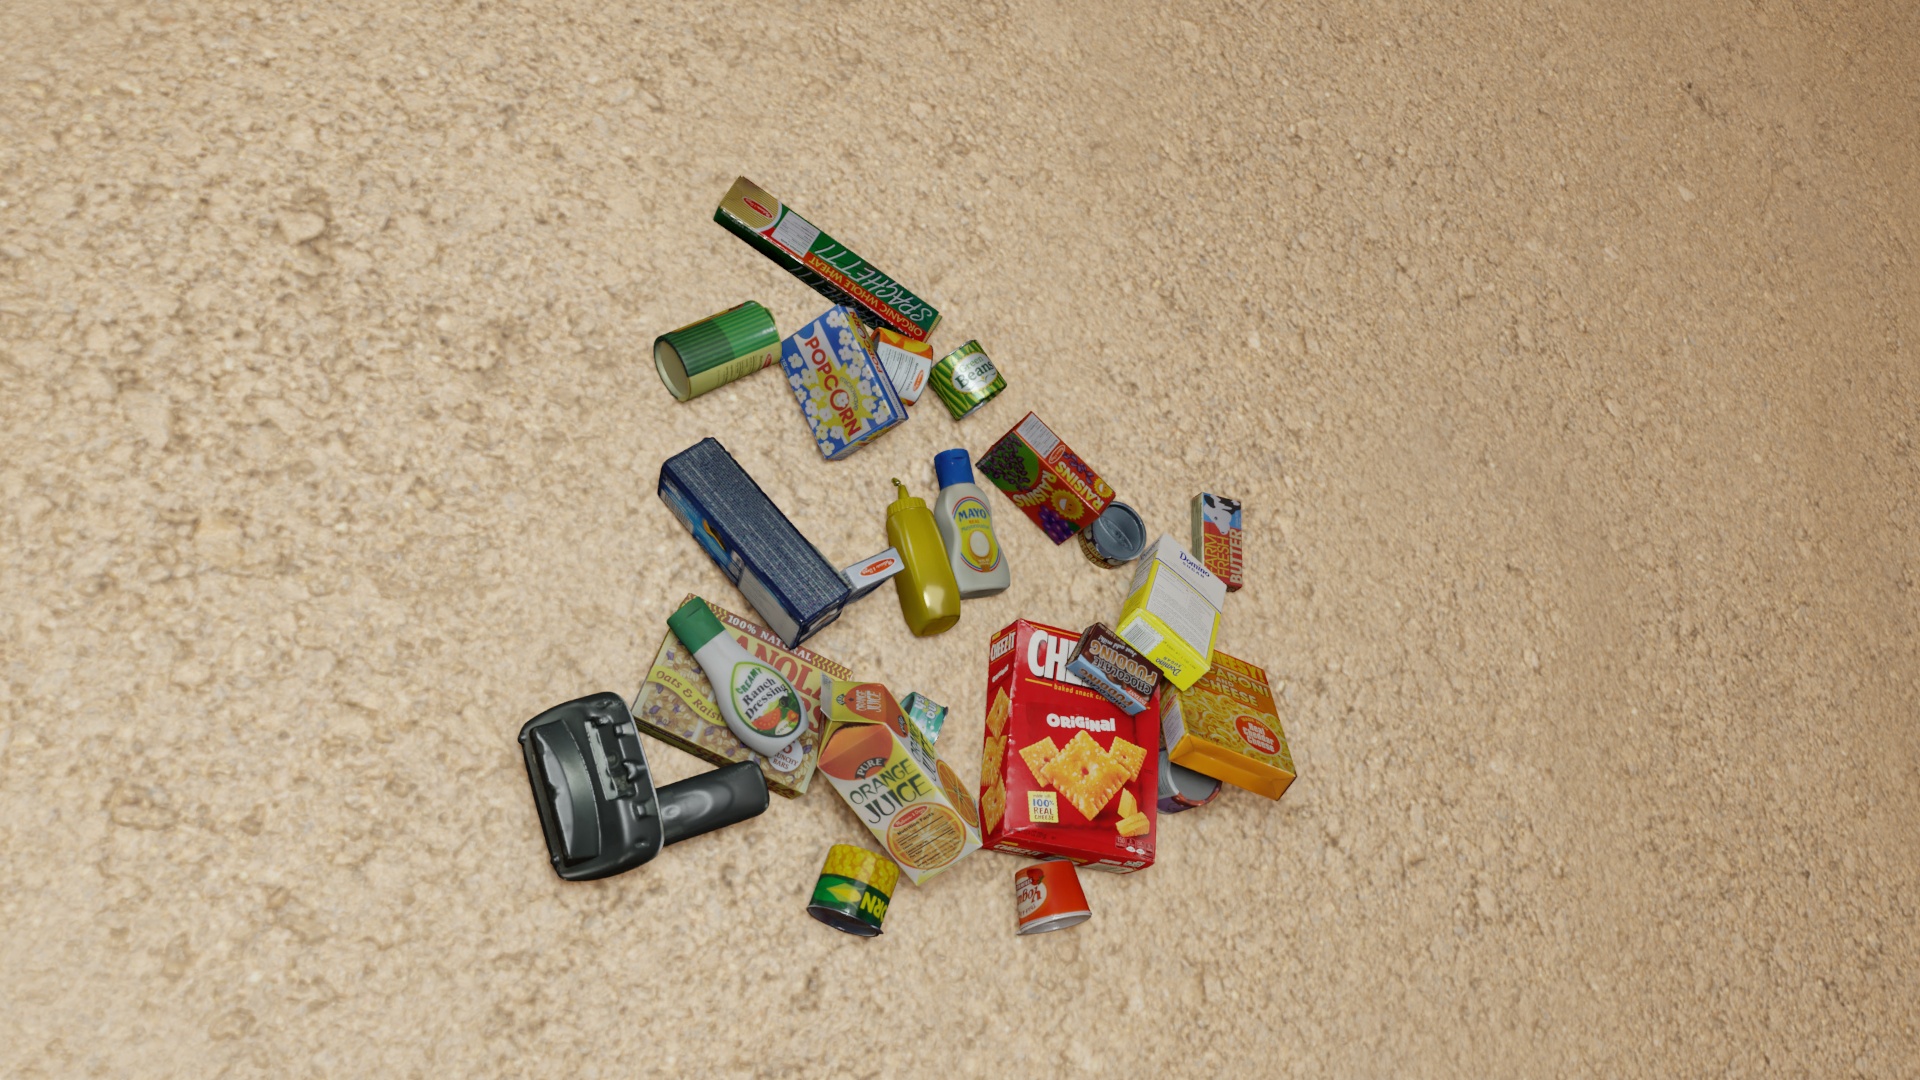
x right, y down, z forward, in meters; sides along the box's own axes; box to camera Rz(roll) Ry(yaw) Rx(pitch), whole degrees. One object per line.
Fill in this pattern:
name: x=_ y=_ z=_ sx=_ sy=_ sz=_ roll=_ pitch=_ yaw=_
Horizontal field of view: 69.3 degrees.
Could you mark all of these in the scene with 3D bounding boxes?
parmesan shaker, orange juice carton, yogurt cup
parmesan shaker: x=-0.230 y=-0.181 z=1.314 sx=0.103 sy=0.071 sz=0.071 roll=-28 pitch=85 yaw=-31
orange juice carton: x=-0.064 y=0.197 z=1.199 sx=0.073 sy=0.072 sz=0.192 roll=-33 pitch=110 yaw=9
yogurt cup: x=0.082 y=0.326 z=1.272 sx=0.072 sy=0.072 sz=0.054 roll=0 pitch=63 yaw=-26

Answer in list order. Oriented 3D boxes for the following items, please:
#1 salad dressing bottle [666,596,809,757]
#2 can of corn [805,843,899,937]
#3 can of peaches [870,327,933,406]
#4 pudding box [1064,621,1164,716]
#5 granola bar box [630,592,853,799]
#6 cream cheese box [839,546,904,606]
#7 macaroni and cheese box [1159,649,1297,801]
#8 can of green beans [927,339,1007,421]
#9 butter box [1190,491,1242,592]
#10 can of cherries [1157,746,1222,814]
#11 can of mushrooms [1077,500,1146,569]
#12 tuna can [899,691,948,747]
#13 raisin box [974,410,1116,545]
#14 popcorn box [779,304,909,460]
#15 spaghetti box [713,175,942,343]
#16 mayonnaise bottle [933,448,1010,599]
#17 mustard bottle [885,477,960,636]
salad dressing bottle: x=-0.192 y=0.115 z=1.185 sx=0.064 sy=0.043 sz=0.147 roll=-39 pitch=90 yaw=-30
can of corn: x=-0.089 y=0.301 z=1.194 sx=0.071 sy=0.071 sz=0.058 roll=28 pitch=61 yaw=-14
can of peaches: x=-0.067 y=-0.175 z=1.396 sx=0.058 sy=0.071 sz=0.071 roll=17 pitch=64 yaw=-19
pudding box: x=0.146 y=0.123 z=1.319 sx=0.083 sy=0.030 sz=0.050 roll=38 pitch=59 yaw=-6
granola bar box: x=-0.194 y=0.138 z=1.225 sx=0.165 sy=0.039 sz=0.125 roll=28 pitch=61 yaw=-14
cream cheese box: x=-0.096 y=0.039 z=1.273 sx=0.053 sy=0.103 sz=0.024 roll=-23 pitch=84 yaw=-30
macaroni and cheese box: x=0.257 y=0.172 z=1.382 sx=0.124 sy=0.040 sz=0.167 roll=22 pitch=29 yaw=-14
can of green beans: x=0.006 y=-0.164 z=1.424 sx=0.071 sy=0.071 sz=0.058 roll=-34 pitch=88 yaw=-32
butter box: x=0.280 y=0.002 z=1.517 sx=0.053 sy=0.024 sz=0.104 roll=12 pitch=65 yaw=-21
can of cherries: x=0.219 y=0.234 z=1.377 sx=0.071 sy=0.058 sz=0.072 roll=9 pitch=67 yaw=-22
can of mushrooms: x=0.157 y=-0.004 z=1.455 sx=0.071 sy=0.033 sz=0.071 roll=9 pitch=67 yaw=-23
tuna can: x=-0.043 y=0.172 z=1.267 sx=0.033 sy=0.070 sz=0.071 roll=31 pitch=60 yaw=-12
raisin box: x=0.086 y=-0.062 z=1.412 sx=0.123 sy=0.085 sz=0.040 roll=44 pitch=54 yaw=-4
popcorn box: x=-0.116 y=-0.152 z=1.348 sx=0.127 sy=0.085 sz=0.038 roll=64 pitch=24 yaw=8
spaghetti box: x=-0.135 y=-0.279 z=1.423 sx=0.250 sy=0.028 sz=0.050 roll=33 pitch=60 yaw=-11
mayonnaise bottle: x=0.005 y=-0.017 z=1.381 sx=0.065 sy=0.041 sz=0.148 roll=-5 pitch=73 yaw=-26
mustard bottle: x=-0.041 y=0.010 z=1.337 sx=0.049 sy=0.065 sz=0.160 roll=-6 pitch=70 yaw=-23
